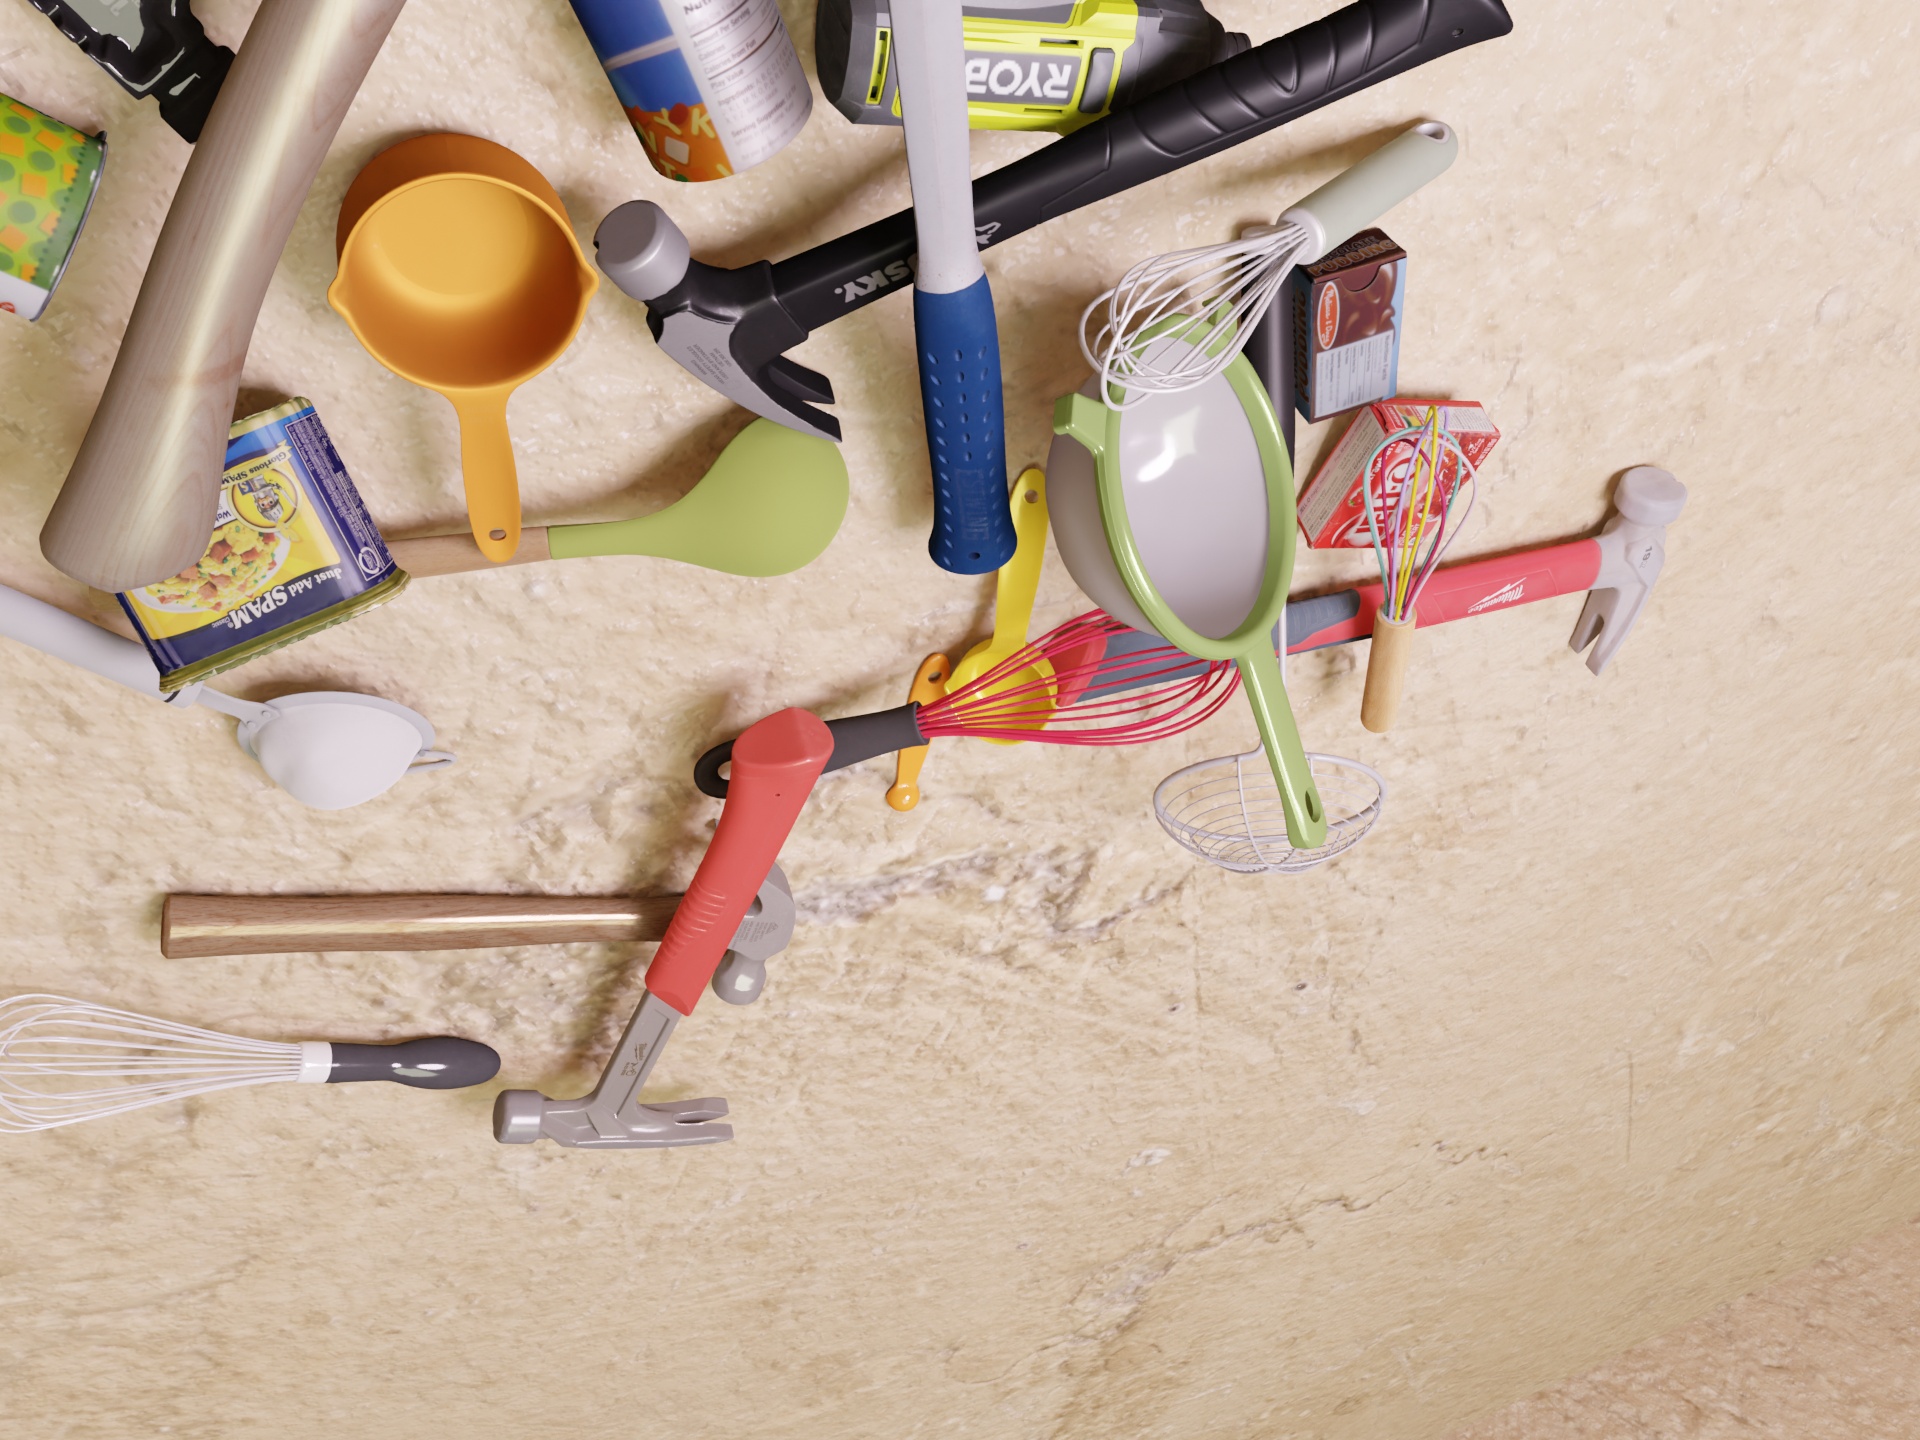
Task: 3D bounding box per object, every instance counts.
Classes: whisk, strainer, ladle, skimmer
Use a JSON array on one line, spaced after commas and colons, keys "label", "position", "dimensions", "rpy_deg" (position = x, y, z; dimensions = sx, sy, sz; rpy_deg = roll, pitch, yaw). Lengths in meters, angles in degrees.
[{"label": "whisk", "position": [-0.384, 0.184, 0.859], "dimensions": [0.284, 0.070, 0.070], "rpy_deg": [11, 127, -39]}, {"label": "strainer", "position": [-0.331, -0.010, 0.690], "dimensions": [0.087, 0.050, 0.258], "rpy_deg": [-27, 141, 30]}, {"label": "whisk", "position": [0.232, -0.068, 0.840], "dimensions": [0.051, 0.047, 0.244], "rpy_deg": [-19, 144, -7]}, {"label": "whisk", "position": [0.136, -0.197, 0.659], "dimensions": [0.246, 0.058, 0.059], "rpy_deg": [-38, 152, -30]}, {"label": "ladle", "position": [-0.206, -0.082, 0.692], "dimensions": [0.320, 0.062, 0.078], "rpy_deg": [-8, 136, -8]}, {"label": "whisk", "position": [-0.001, -0.003, 0.805], "dimensions": [0.296, 0.073, 0.073], "rpy_deg": [-14, 140, 15]}, {"label": "strainer", "position": [0.103, -0.052, 0.722], "dimensions": [0.151, 0.069, 0.256], "rpy_deg": [-41, 117, -44]}, {"label": "skimmer", "position": [0.158, -0.072, 0.822], "dimensions": [0.127, 0.090, 0.363], "rpy_deg": [-2, 115, 8]}]

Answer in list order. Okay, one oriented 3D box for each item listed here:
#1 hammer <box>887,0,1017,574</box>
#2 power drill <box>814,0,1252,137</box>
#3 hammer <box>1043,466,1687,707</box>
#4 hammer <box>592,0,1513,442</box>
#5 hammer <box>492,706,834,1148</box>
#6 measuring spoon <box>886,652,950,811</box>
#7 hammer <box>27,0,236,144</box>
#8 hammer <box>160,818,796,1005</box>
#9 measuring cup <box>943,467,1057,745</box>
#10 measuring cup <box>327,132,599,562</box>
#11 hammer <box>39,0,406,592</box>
[{"label": "hammer", "position": [0.001, -0.169, 0.575], "dimensions": [0.144, 0.035, 0.405], "rpy_deg": [-12, 155, -2]}, {"label": "power drill", "position": [0.049, -0.314, 0.548], "dimensions": [0.171, 0.080, 0.223], "rpy_deg": [-5, 138, -20]}, {"label": "hammer", "position": [0.231, -0.051, 0.921], "dimensions": [0.386, 0.038, 0.143], "rpy_deg": [-12, 138, -14]}, {"label": "hammer", "position": [0.041, -0.203, 0.606], "dimensions": [0.335, 0.035, 0.146], "rpy_deg": [-20, 155, 15]}, {"label": "hammer", "position": [-0.141, 0.130, 0.876], "dimensions": [0.149, 0.037, 0.359], "rpy_deg": [7, 133, -29]}, {"label": "measuring spoon", "position": [-0.022, 0.010, 0.881], "dimensions": [0.021, 0.011, 0.116], "rpy_deg": [-4, 134, -22]}, {"label": "hammer", "position": [-0.155, -0.320, 0.474], "dimensions": [0.337, 0.034, 0.127], "rpy_deg": [-33, 138, 9]}, {"label": "hammer", "position": [-0.247, 0.107, 0.859], "dimensions": [0.331, 0.031, 0.130], "rpy_deg": [3, 131, -27]}, {"label": "measuring cup", "position": [0.030, -0.060, 0.826], "dimensions": [0.062, 0.029, 0.156], "rpy_deg": [13, 119, 8]}, {"label": "measuring cup", "position": [-0.191, -0.143, 0.622], "dimensions": [0.095, 0.052, 0.173], "rpy_deg": [-9, 137, -17]}, {"label": "hammer", "position": [-0.210, -0.211, 0.490], "dimensions": [0.146, 0.038, 0.410], "rpy_deg": [22, 117, -32]}]
